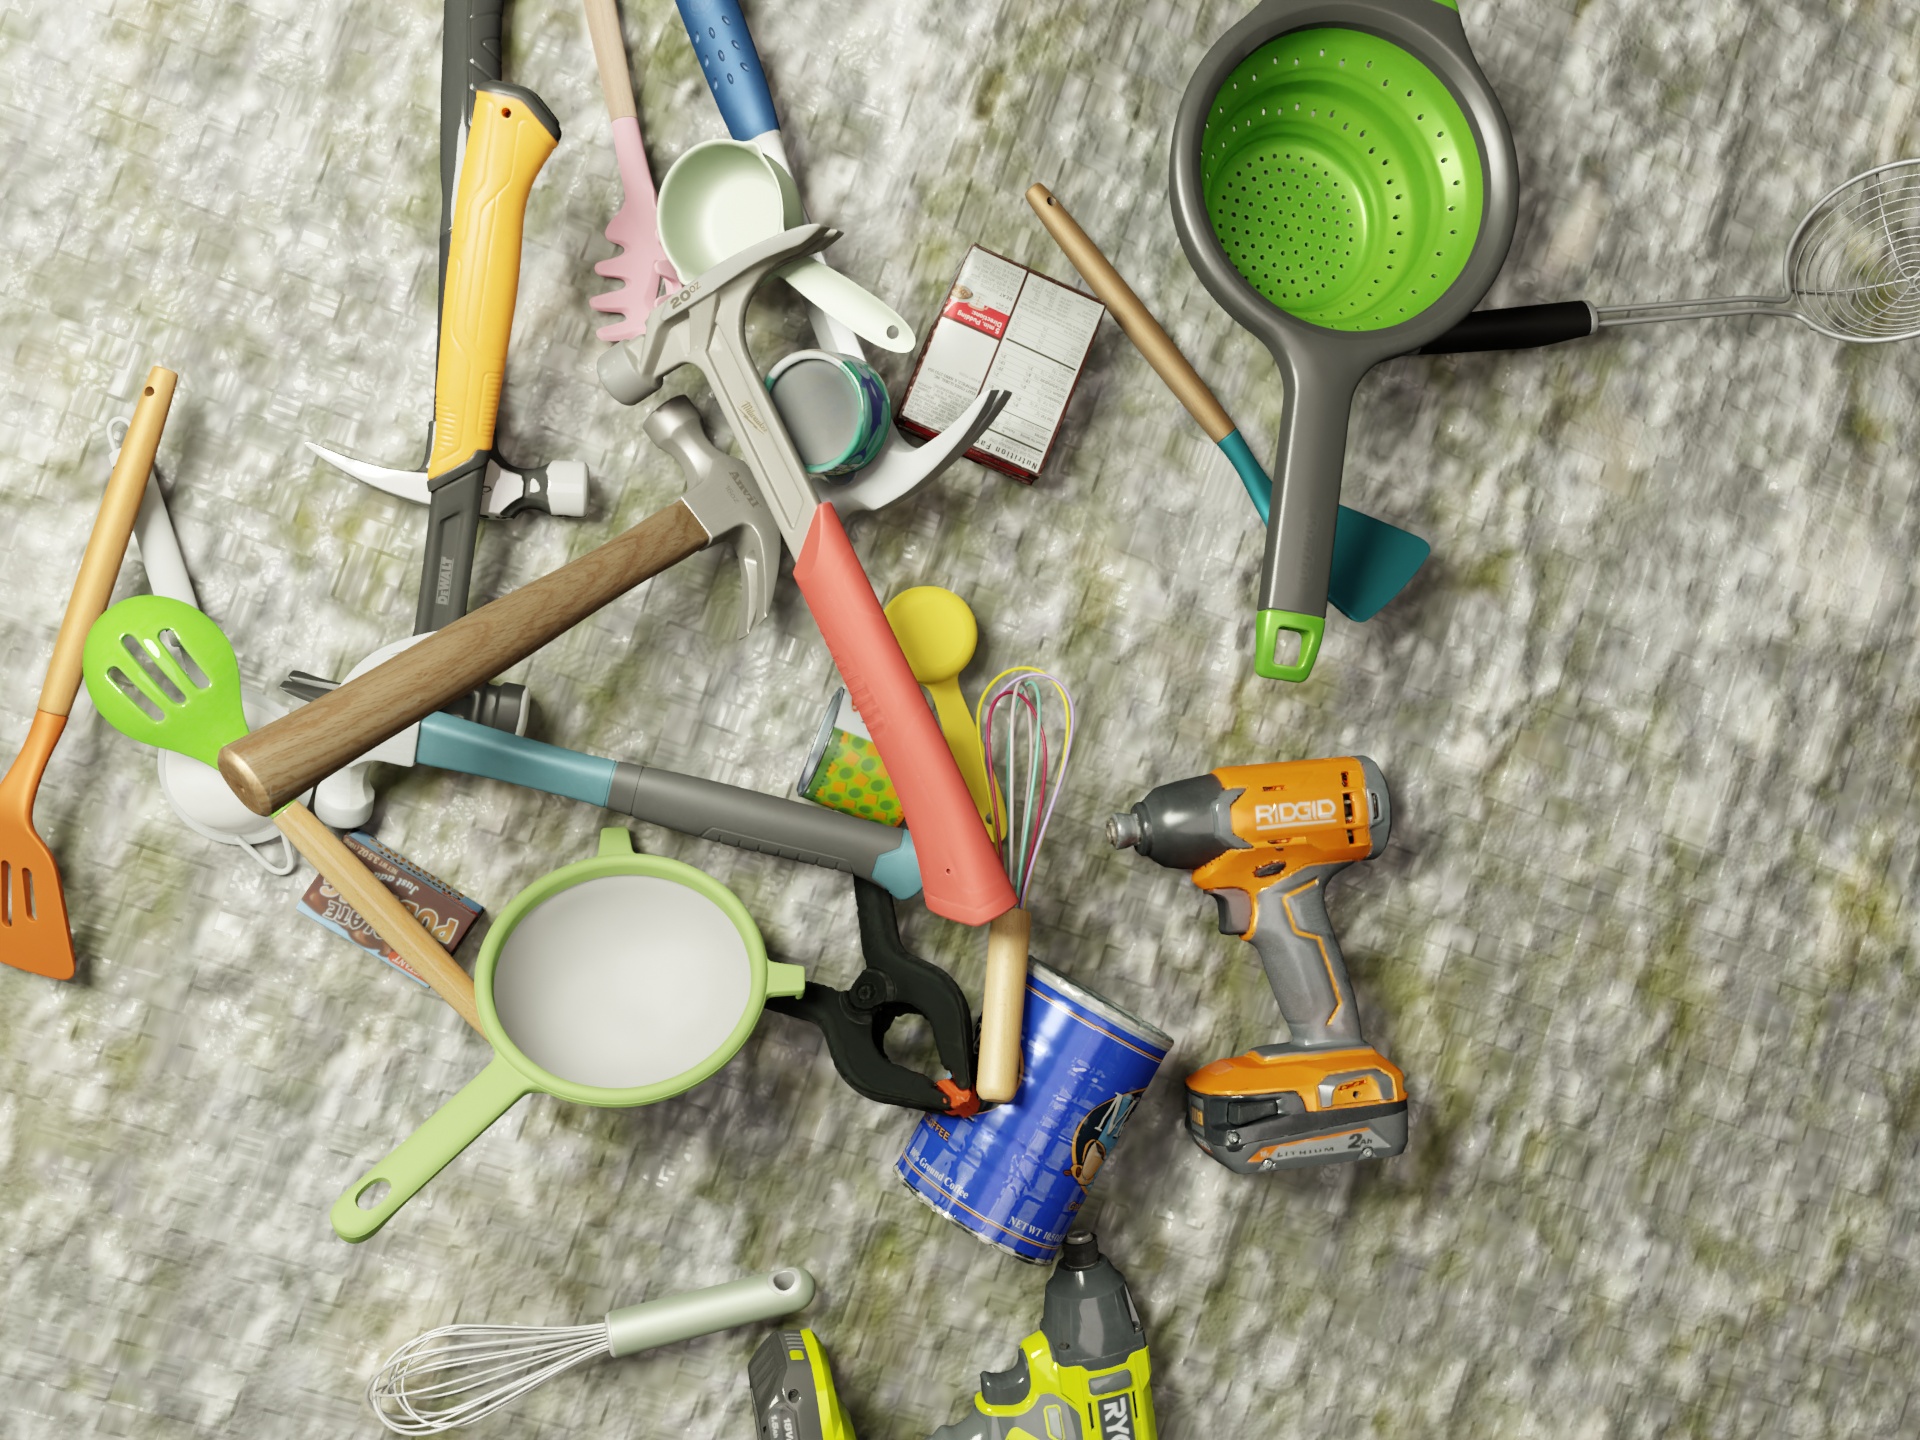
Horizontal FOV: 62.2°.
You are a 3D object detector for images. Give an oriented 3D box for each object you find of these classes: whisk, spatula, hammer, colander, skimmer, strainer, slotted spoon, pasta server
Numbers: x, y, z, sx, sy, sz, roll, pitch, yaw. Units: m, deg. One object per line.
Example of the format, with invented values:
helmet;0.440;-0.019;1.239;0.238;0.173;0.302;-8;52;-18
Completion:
whisk;0.026;0.084;0.870;0.047;0.051;0.245;17;66;-28
spatula;0.147;-0.192;0.932;0.082;0.044;0.317;-42;95;-27
hammer;-0.101;-0.311;0.875;0.144;0.035;0.405;-21;89;23
colander;0.194;-0.218;0.909;0.204;0.094;0.397;8;87;-11
skimmer;0.445;-0.270;0.958;0.363;0.090;0.127;-7;59;-7
strainer;-0.212;0.180;0.823;0.151;0.069;0.256;34;54;18
hammer;-0.274;-0.279;0.866;0.146;0.035;0.335;1;90;-10
hammer;-0.053;-0.065;0.818;0.149;0.036;0.359;-26;90;22
hammer;-0.172;0.039;0.847;0.331;0.033;0.128;15;123;-7
whisk;-0.201;0.343;0.880;0.246;0.058;0.059;-10;126;-12
slotted spoon;-0.330;0.064;0.824;0.070;0.031;0.313;-41;103;-11
spatula;-0.457;-0.027;0.824;0.081;0.041;0.322;17;88;9
hammer;-0.212;-0.049;0.791;0.130;0.031;0.331;52;49;-3
strainer;-0.411;-0.038;0.844;0.087;0.050;0.258;-18;90;6
pasta server;-0.197;-0.358;0.877;0.040;0.060;0.316;-11;90;-49
hammer;-0.265;-0.156;0.823;0.127;0.034;0.336;10;105;-12

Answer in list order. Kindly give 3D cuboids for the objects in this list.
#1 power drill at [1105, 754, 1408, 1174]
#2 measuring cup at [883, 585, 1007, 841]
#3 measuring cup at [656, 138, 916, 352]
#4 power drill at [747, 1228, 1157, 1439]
power drill;0.172;0.138;0.921;0.164;0.084;0.226;-4;87;-9
measuring cup;-0.001;-0.003;0.914;0.062;0.029;0.156;-20;92;-9
measuring cup;-0.085;-0.241;0.840;0.168;0.038;0.083;37;109;11
power drill;-0.001;0.390;0.896;0.223;0.080;0.171;-8;92;-13
